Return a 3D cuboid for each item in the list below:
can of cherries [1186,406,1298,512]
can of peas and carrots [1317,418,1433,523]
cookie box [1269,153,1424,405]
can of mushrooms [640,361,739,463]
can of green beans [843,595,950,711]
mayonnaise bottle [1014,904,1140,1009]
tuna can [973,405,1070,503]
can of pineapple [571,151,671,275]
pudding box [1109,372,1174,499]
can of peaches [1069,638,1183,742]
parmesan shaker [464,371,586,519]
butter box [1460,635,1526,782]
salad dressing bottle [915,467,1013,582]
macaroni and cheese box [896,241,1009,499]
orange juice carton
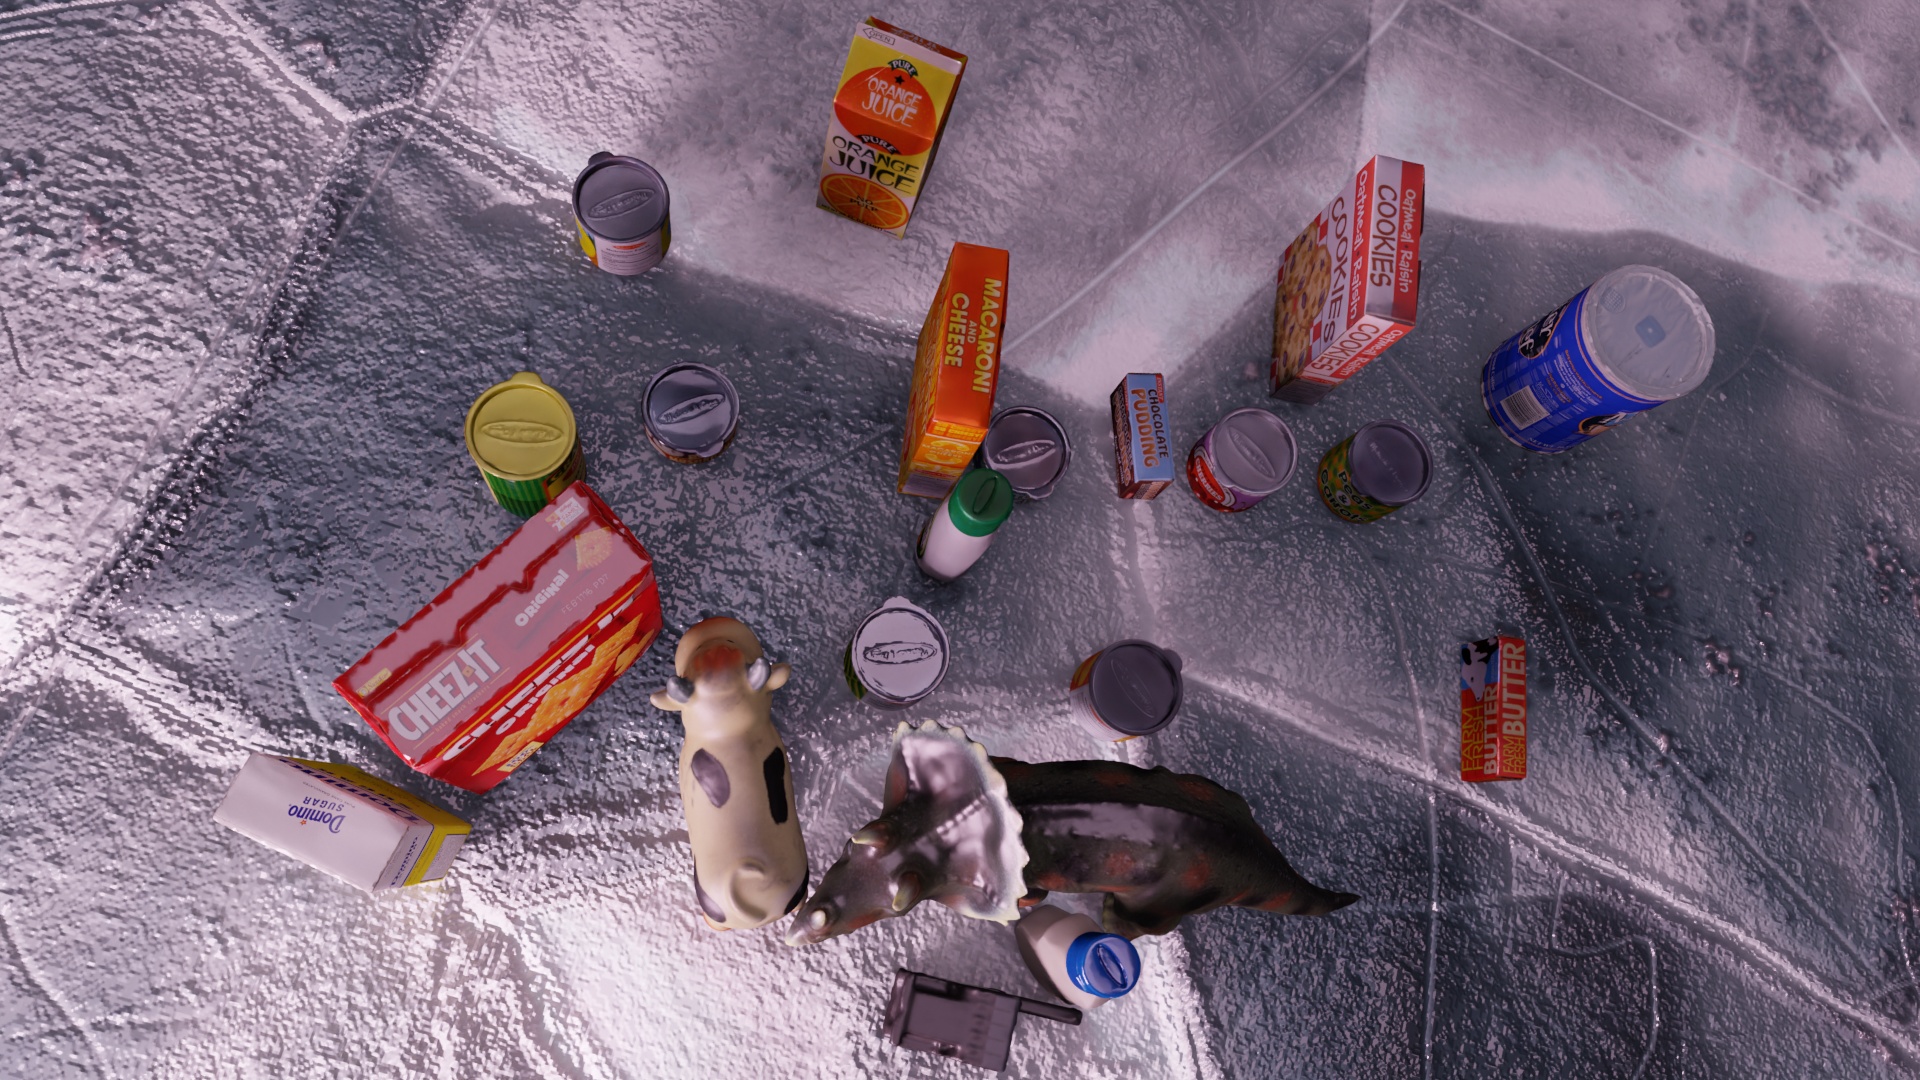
[{"bbox_3d":[0.204,-0.057,1.021,0.071,0.058,0.071,3,76,-10],"label":"can of cherries"},{"bbox_3d":[0.307,-0.049,1.038,0.071,0.058,0.071,3,76,-10],"label":"can of peas and carrots"},{"bbox_3d":[0.279,-0.184,1.010,0.040,0.167,0.123,10,75,-8],"label":"cookie box"},{"bbox_3d":[-0.187,-0.086,0.967,0.071,0.033,0.071,3,76,-10],"label":"can of mushrooms"},{"bbox_3d":[-0.044,0.080,0.940,0.071,0.057,0.071,3,76,-10],"label":"can of green beans"},{"bbox_3d":[0.075,0.262,0.869,0.041,0.147,0.065,-31,84,-16],"label":"mayonnaise bottle"},{"bbox_3d":[0.045,-0.059,1.004,0.071,0.032,0.071,3,76,-10],"label":"tuna can"},{"bbox_3d":[-0.238,-0.230,0.981,0.071,0.057,0.071,3,76,-10],"label":"can of pineapple"},{"bbox_3d":[0.133,-0.076,1.016,0.030,0.049,0.084,-1,76,-11],"label":"pudding box"},{"bbox_3d":[0.116,0.104,0.964,0.071,0.058,0.071,3,76,-10],"label":"can of peaches"},{"bbox_3d":[-0.280,-0.060,0.906,0.071,0.103,0.071,3,76,-10],"label":"parmesan shaker"},{"bbox_3d":[0.388,0.124,1.013,0.024,0.053,0.104,8,75,-9],"label":"butter box"},{"bbox_3d":[0.003,-0.012,0.925,0.044,0.147,0.064,29,73,-3],"label":"salad dressing bottle"},{"bbox_3d":[-0.006,-0.109,0.938,0.040,0.166,0.124,9,75,-8],"label":"macaroni and cheese box"},{"bbox_3d":[-0.048,-0.291,0.961,0.072,0.192,0.073,21,74,-5],"label":"orange juice carton"}]
